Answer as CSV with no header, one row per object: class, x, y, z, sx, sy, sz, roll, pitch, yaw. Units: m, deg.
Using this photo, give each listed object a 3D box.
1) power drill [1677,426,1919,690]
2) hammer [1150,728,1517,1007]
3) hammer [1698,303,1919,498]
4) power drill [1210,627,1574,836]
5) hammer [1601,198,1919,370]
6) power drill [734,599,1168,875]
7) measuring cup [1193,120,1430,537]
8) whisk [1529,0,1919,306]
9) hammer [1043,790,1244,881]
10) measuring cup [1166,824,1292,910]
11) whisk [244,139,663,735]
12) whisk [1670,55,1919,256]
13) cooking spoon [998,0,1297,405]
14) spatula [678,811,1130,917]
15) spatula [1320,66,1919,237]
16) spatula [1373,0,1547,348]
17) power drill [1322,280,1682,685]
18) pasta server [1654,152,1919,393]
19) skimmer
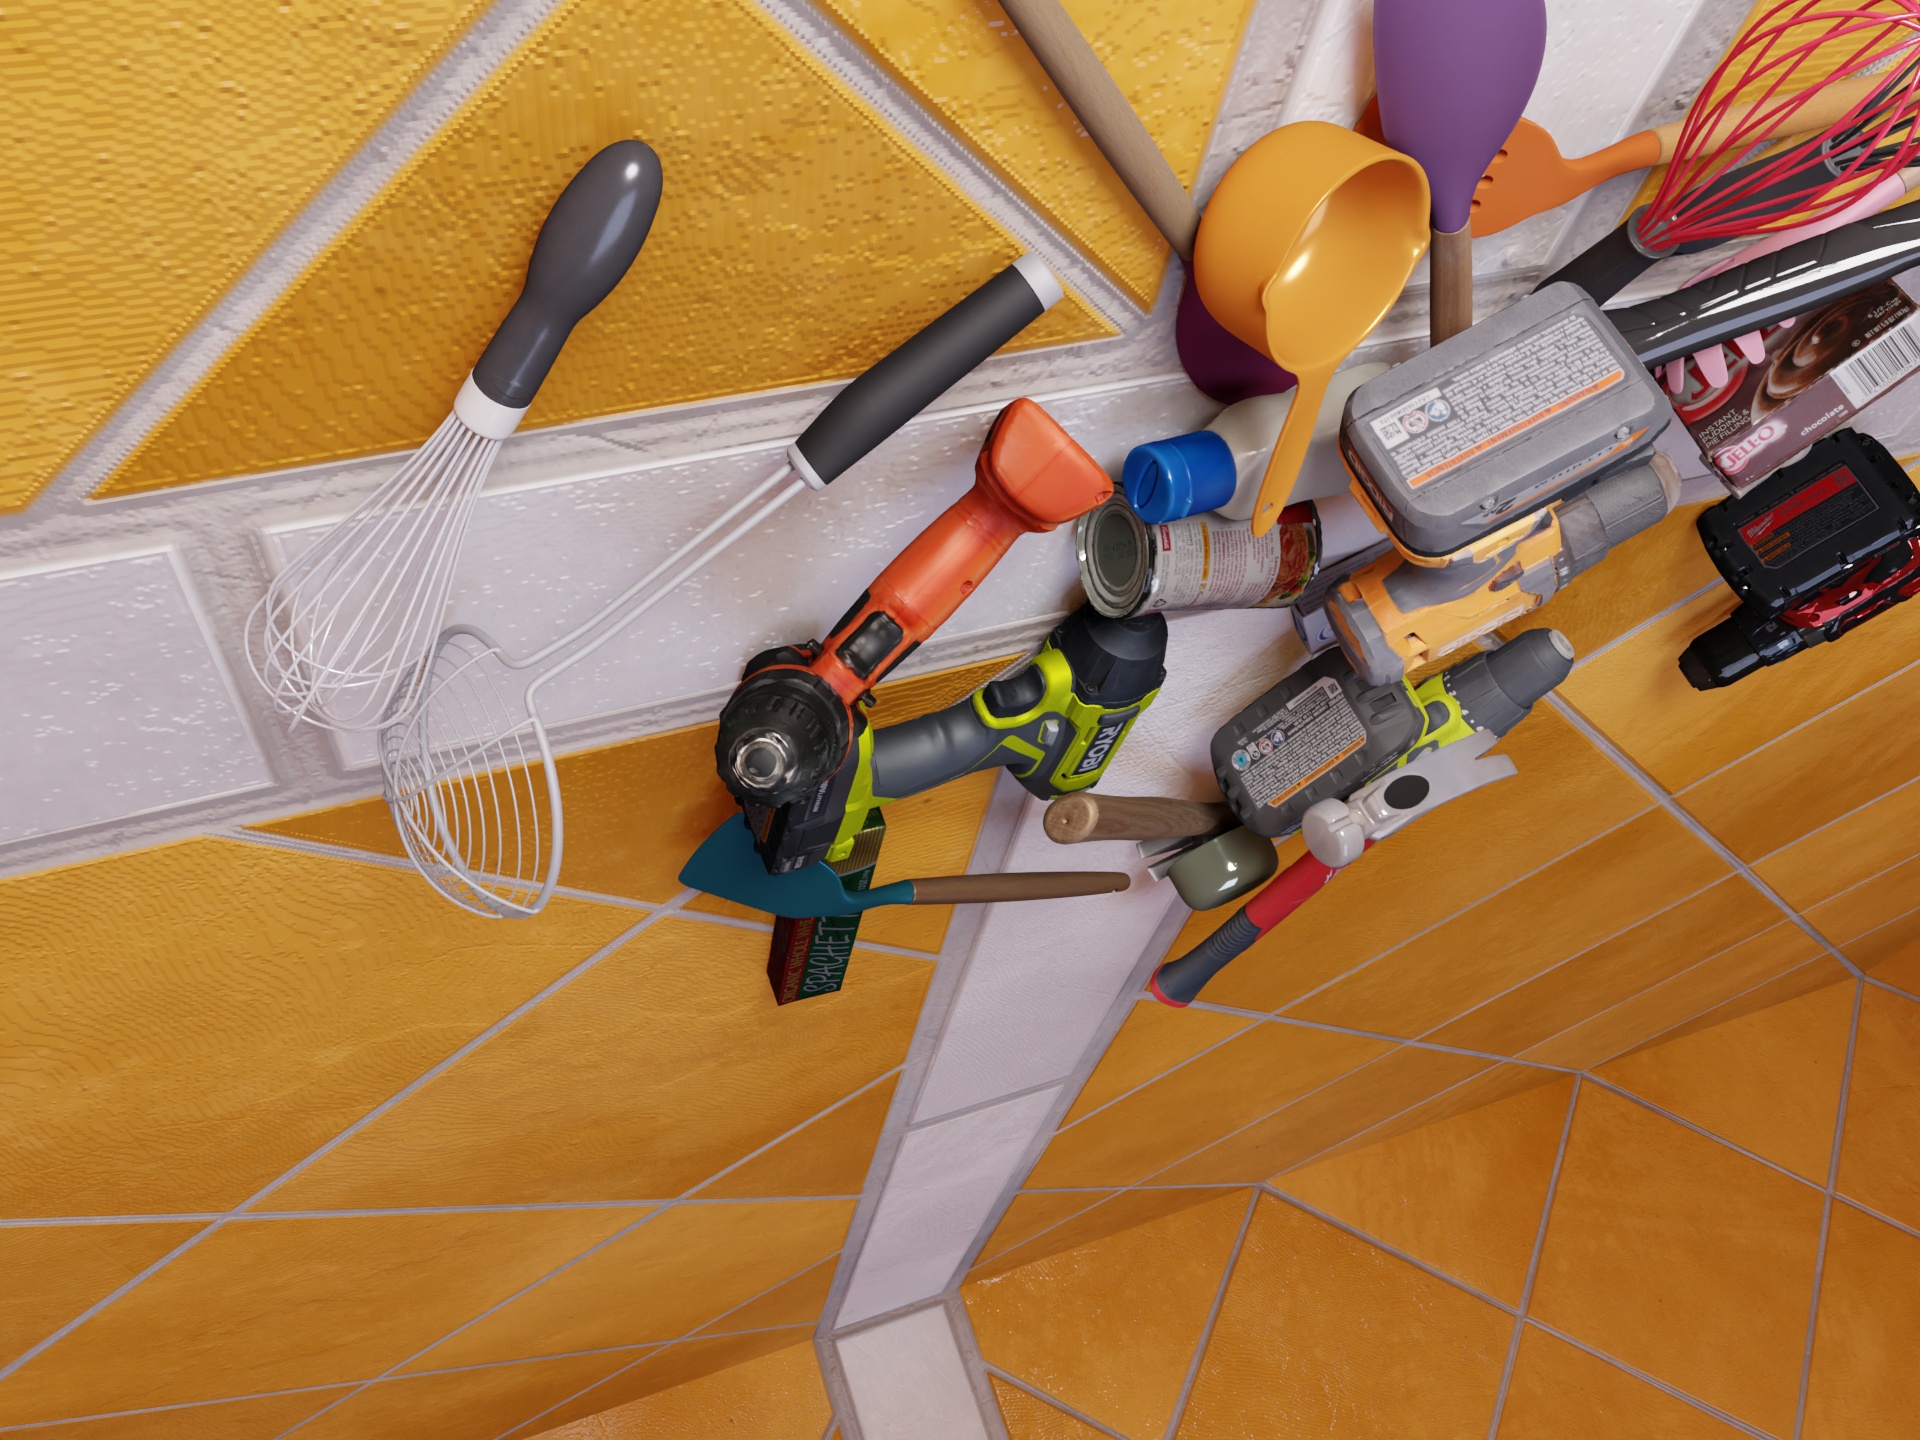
power drill,0.572,-0.096,1.094,0.188,0.080,0.226,-35,153,23
hammer,0.225,0.118,1.080,0.143,0.038,0.386,-22,161,-23
hammer,0.535,-0.249,0.800,0.149,0.037,0.359,-22,158,-50
power drill,0.285,0.003,1.037,0.228,0.080,0.190,-3,149,-50
hammer,0.433,-0.215,0.719,0.335,0.146,0.035,-20,169,19
power drill,-0.001,-0.003,0.839,0.223,0.080,0.171,-14,152,-24
measuring cup,0.127,-0.155,0.642,0.095,0.052,0.173,-25,143,-30
whisk,0.284,-0.201,0.627,0.073,0.073,0.296,-18,176,-8
hammer,0.135,0.065,1.037,0.130,0.031,0.331,-34,162,22
measuring cup,0.220,0.099,1.140,0.167,0.038,0.083,-9,156,-40
whisk,-0.182,-0.090,0.572,0.070,0.070,0.284,9,135,-45
whisk,0.348,-0.225,0.631,0.055,0.055,0.239,-17,-177,-10
cooking spoon,0.081,-0.196,0.612,0.069,0.017,0.318,-32,152,17
spatula,-0.014,0.094,0.976,0.317,0.044,0.082,3,145,-39
spatula,0.305,-0.253,0.673,0.322,0.041,0.081,-18,154,-17
spatula,0.206,-0.191,0.662,0.060,0.018,0.315,-8,152,13
power drill,0.260,-0.106,0.735,0.185,0.084,0.226,-28,159,3
pasta server,0.471,-0.266,0.754,0.316,0.060,0.040,-34,120,15
skimmer,-0.100,-0.057,0.660,0.363,0.127,0.090,-38,157,6
